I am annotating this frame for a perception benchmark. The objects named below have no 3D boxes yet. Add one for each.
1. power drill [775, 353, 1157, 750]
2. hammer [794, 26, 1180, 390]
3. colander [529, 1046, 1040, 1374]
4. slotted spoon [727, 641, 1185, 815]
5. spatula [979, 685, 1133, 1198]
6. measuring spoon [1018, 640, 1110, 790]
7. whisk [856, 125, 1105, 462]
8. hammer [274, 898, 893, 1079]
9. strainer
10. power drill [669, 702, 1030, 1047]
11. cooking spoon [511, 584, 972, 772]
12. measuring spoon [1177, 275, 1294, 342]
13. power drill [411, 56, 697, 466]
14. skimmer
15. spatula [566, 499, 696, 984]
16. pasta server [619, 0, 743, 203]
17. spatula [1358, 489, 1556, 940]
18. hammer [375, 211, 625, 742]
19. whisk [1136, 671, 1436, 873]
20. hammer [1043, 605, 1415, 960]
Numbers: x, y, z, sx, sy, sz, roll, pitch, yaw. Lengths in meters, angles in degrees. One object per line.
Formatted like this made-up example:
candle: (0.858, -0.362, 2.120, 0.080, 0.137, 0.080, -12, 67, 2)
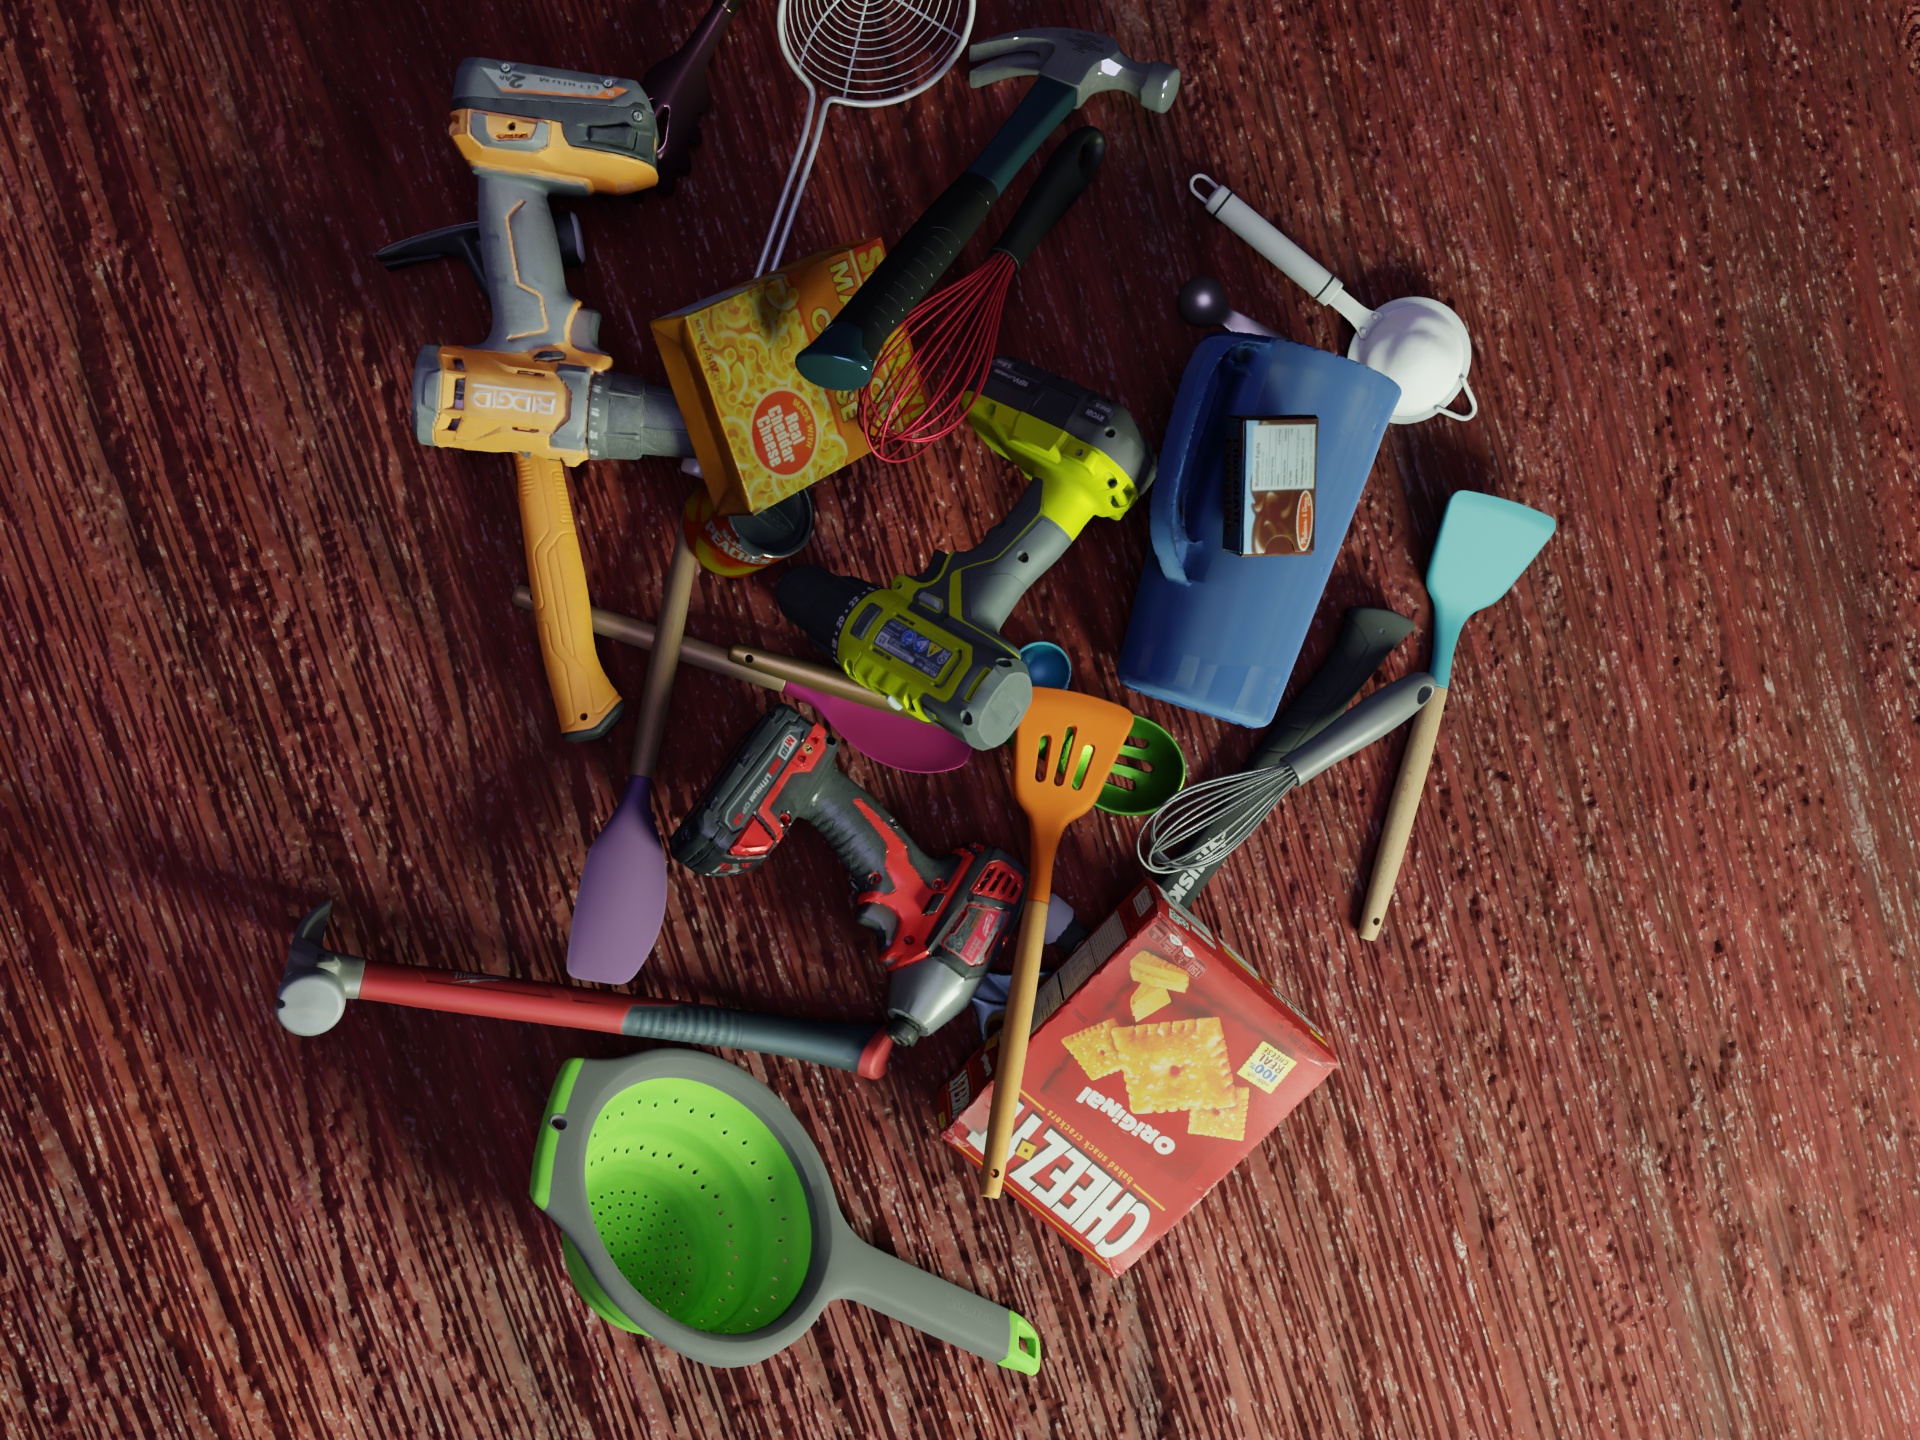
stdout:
power drill: (0.001, -0.114, 1.020, 0.191, 0.080, 0.228, 31, 83, 30)
hammer: (0.006, -0.323, 0.988, 0.128, 0.033, 0.331, 27, 65, 16)
colander: (-0.121, 0.361, 1.043, 0.396, 0.205, 0.094, 33, 123, -23)
slotted spoon: (-0.002, -0.003, 1.059, 0.313, 0.031, 0.070, 16, 100, -7)
spatula: (0.047, 0.138, 1.015, 0.081, 0.041, 0.323, 13, 72, -9)
measuring spoon: (0.072, 0.003, 1.092, 0.042, 0.021, 0.128, -26, 105, 2)
whisk: (0.018, -0.279, 1.016, 0.073, 0.073, 0.296, 35, 68, -8)
hammer: (-0.230, 0.182, 1.030, 0.386, 0.143, 0.038, 12, 99, -19)
strainer: (0.257, -0.288, 1.087, 0.258, 0.050, 0.087, 38, 102, -4)
power drill: (-0.069, 0.103, 1.028, 0.219, 0.078, 0.143, 37, 63, -9)
cooking spoon: (-0.141, -0.034, 1.058, 0.319, 0.017, 0.069, 18, 78, -8)
measuring spoon: (0.205, -0.265, 1.090, 0.124, 0.018, 0.034, 29, 89, -8)
power drill: (-0.229, -0.268, 0.968, 0.185, 0.084, 0.226, 6, 93, -8)
skimmer: (-0.097, -0.325, 1.013, 0.127, 0.090, 0.363, 17, 93, -39)
spatula: (-0.199, 0.011, 1.025, 0.059, 0.018, 0.316, 13, 82, -30)
pasta server: (-0.141, -0.480, 1.034, 0.060, 0.040, 0.316, 30, 85, -8)
spatula: (0.328, 0.002, 1.107, 0.082, 0.044, 0.317, 14, 92, -14)
hammer: (-0.276, -0.151, 1.015, 0.127, 0.034, 0.337, -11, 90, -7)
whisk: (0.220, 0.031, 1.061, 0.239, 0.055, 0.055, -31, 96, -10)
hammer: (0.202, 0.057, 1.099, 0.146, 0.035, 0.335, 39, 87, -7)
